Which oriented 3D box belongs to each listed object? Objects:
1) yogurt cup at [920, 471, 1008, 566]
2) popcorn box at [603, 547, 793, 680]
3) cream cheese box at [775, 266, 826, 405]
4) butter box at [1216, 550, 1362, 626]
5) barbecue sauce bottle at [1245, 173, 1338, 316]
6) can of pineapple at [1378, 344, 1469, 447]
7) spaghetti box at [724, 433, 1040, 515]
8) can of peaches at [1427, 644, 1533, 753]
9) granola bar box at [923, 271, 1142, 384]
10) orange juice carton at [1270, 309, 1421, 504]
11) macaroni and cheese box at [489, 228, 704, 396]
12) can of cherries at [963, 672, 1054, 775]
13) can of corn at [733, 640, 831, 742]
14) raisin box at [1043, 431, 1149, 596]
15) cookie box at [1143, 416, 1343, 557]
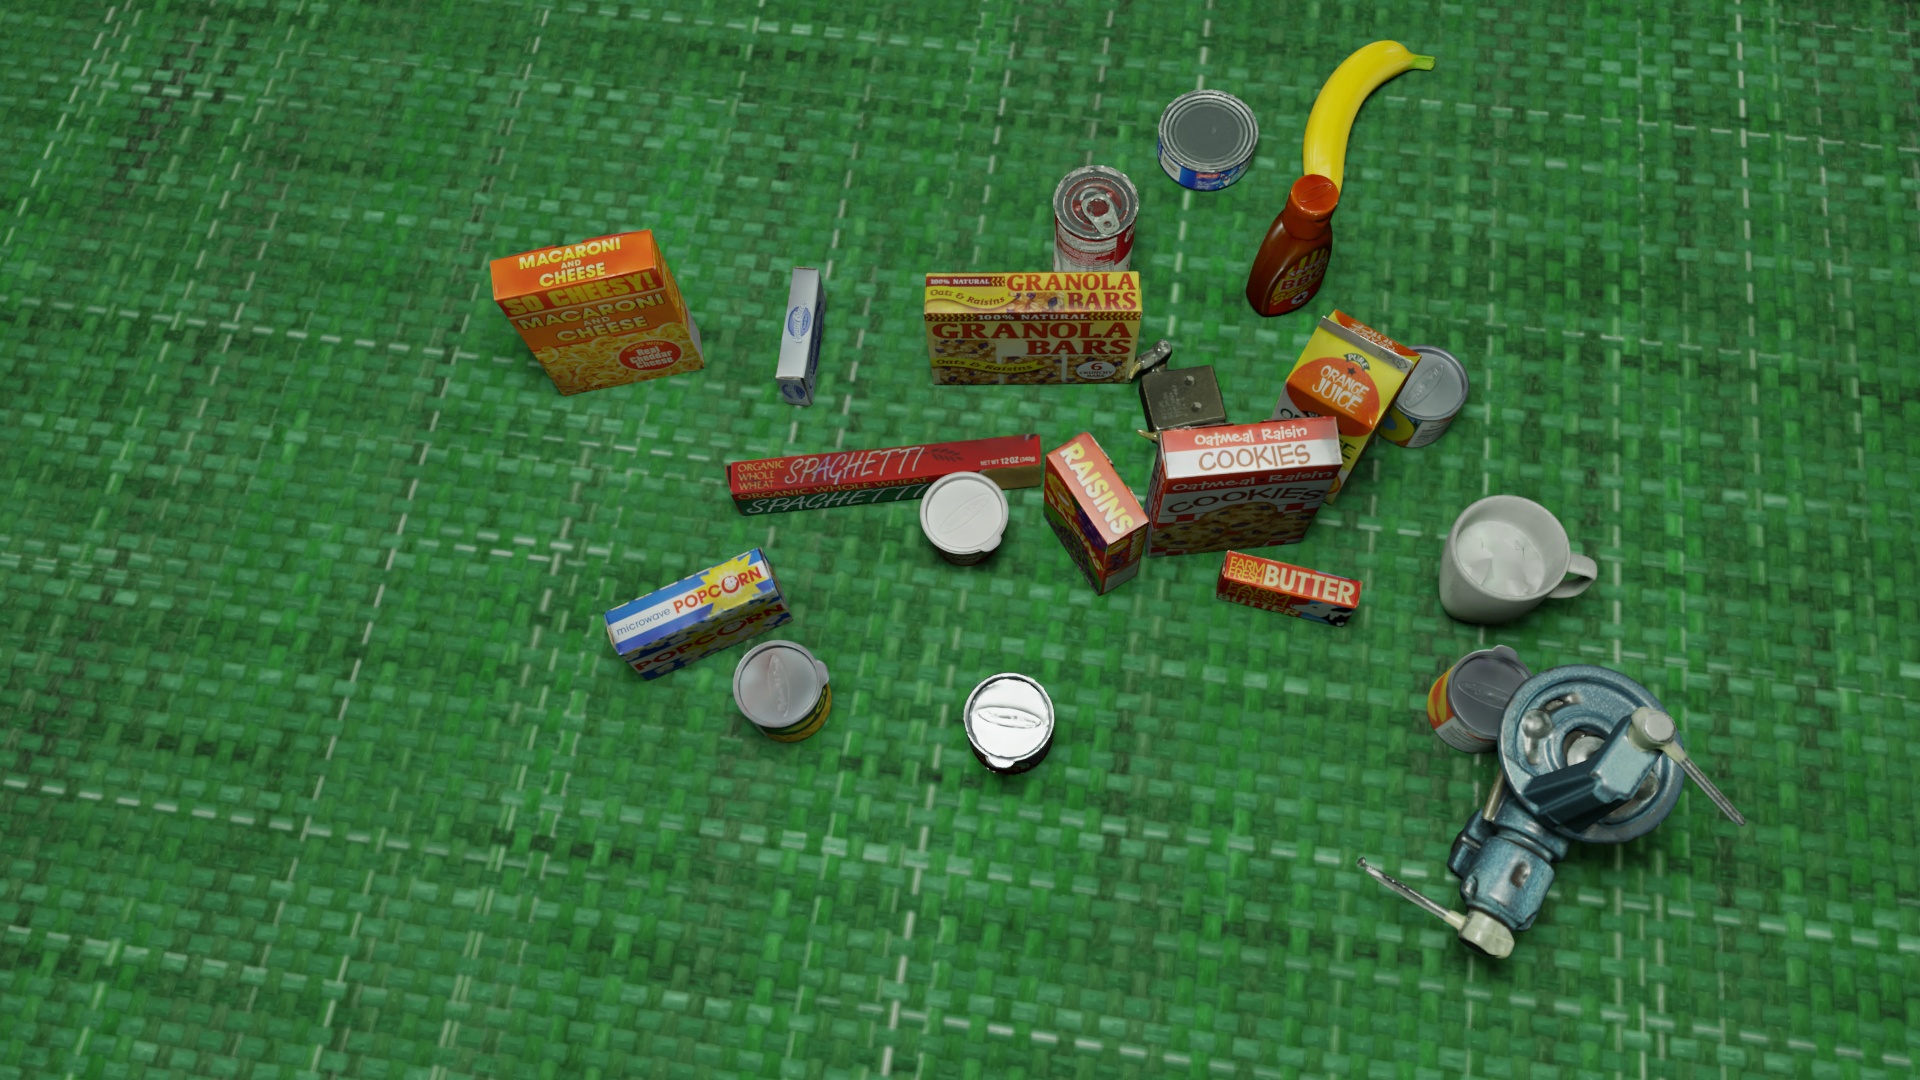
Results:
[{"bbox_3d":[0.004,-0.014,1.092,0.072,0.053,0.072,-1,70,2],"label":"yogurt cup"},{"bbox_3d":[-0.197,0.058,1.058,0.127,0.085,0.038,-23,71,-6],"label":"popcorn box"},{"bbox_3d":[-0.131,-0.169,1.156,0.024,0.053,0.104,4,70,4],"label":"cream cheese box"},{"bbox_3d":[0.249,0.037,1.062,0.103,0.053,0.024,13,71,7],"label":"butter box"},{"bbox_3d":[0.269,-0.236,1.112,0.065,0.148,0.044,-26,71,-7],"label":"barbecue sauce bottle"},{"bbox_3d":[0.364,-0.116,1.111,0.071,0.057,0.071,-1,70,2],"label":"can of pineapple"},{"bbox_3d":[-0.060,-0.052,1.111,0.250,0.050,0.029,-6,70,1],"label":"spaghetti box"},{"bbox_3d":[0.385,0.117,1.023,0.071,0.058,0.071,-1,70,2],"label":"can of peaches"},{"bbox_3d":[0.057,-0.169,1.109,0.166,0.124,0.039,0,70,3],"label":"granola bar box"},{"bbox_3d":[0.283,-0.105,1.039,0.072,0.192,0.073,33,75,13],"label":"orange juice carton"},{"bbox_3d":[-0.284,-0.179,1.106,0.124,0.166,0.040,-12,70,-2],"label":"macaroni and cheese box"},{"bbox_3d":[0.035,0.139,1.031,0.071,0.058,0.072,-1,70,2],"label":"can of cherries"},{"bbox_3d":[-0.131,0.114,1.048,0.071,0.058,0.071,-1,70,2],"label":"can of corn"},{"bbox_3d":[0.101,-0.018,1.052,0.040,0.123,0.086,-30,71,-8],"label":"raisin box"},{"bbox_3d":[0.204,-0.038,1.031,0.123,0.167,0.040,-5,70,1],"label":"cookie box"}]
